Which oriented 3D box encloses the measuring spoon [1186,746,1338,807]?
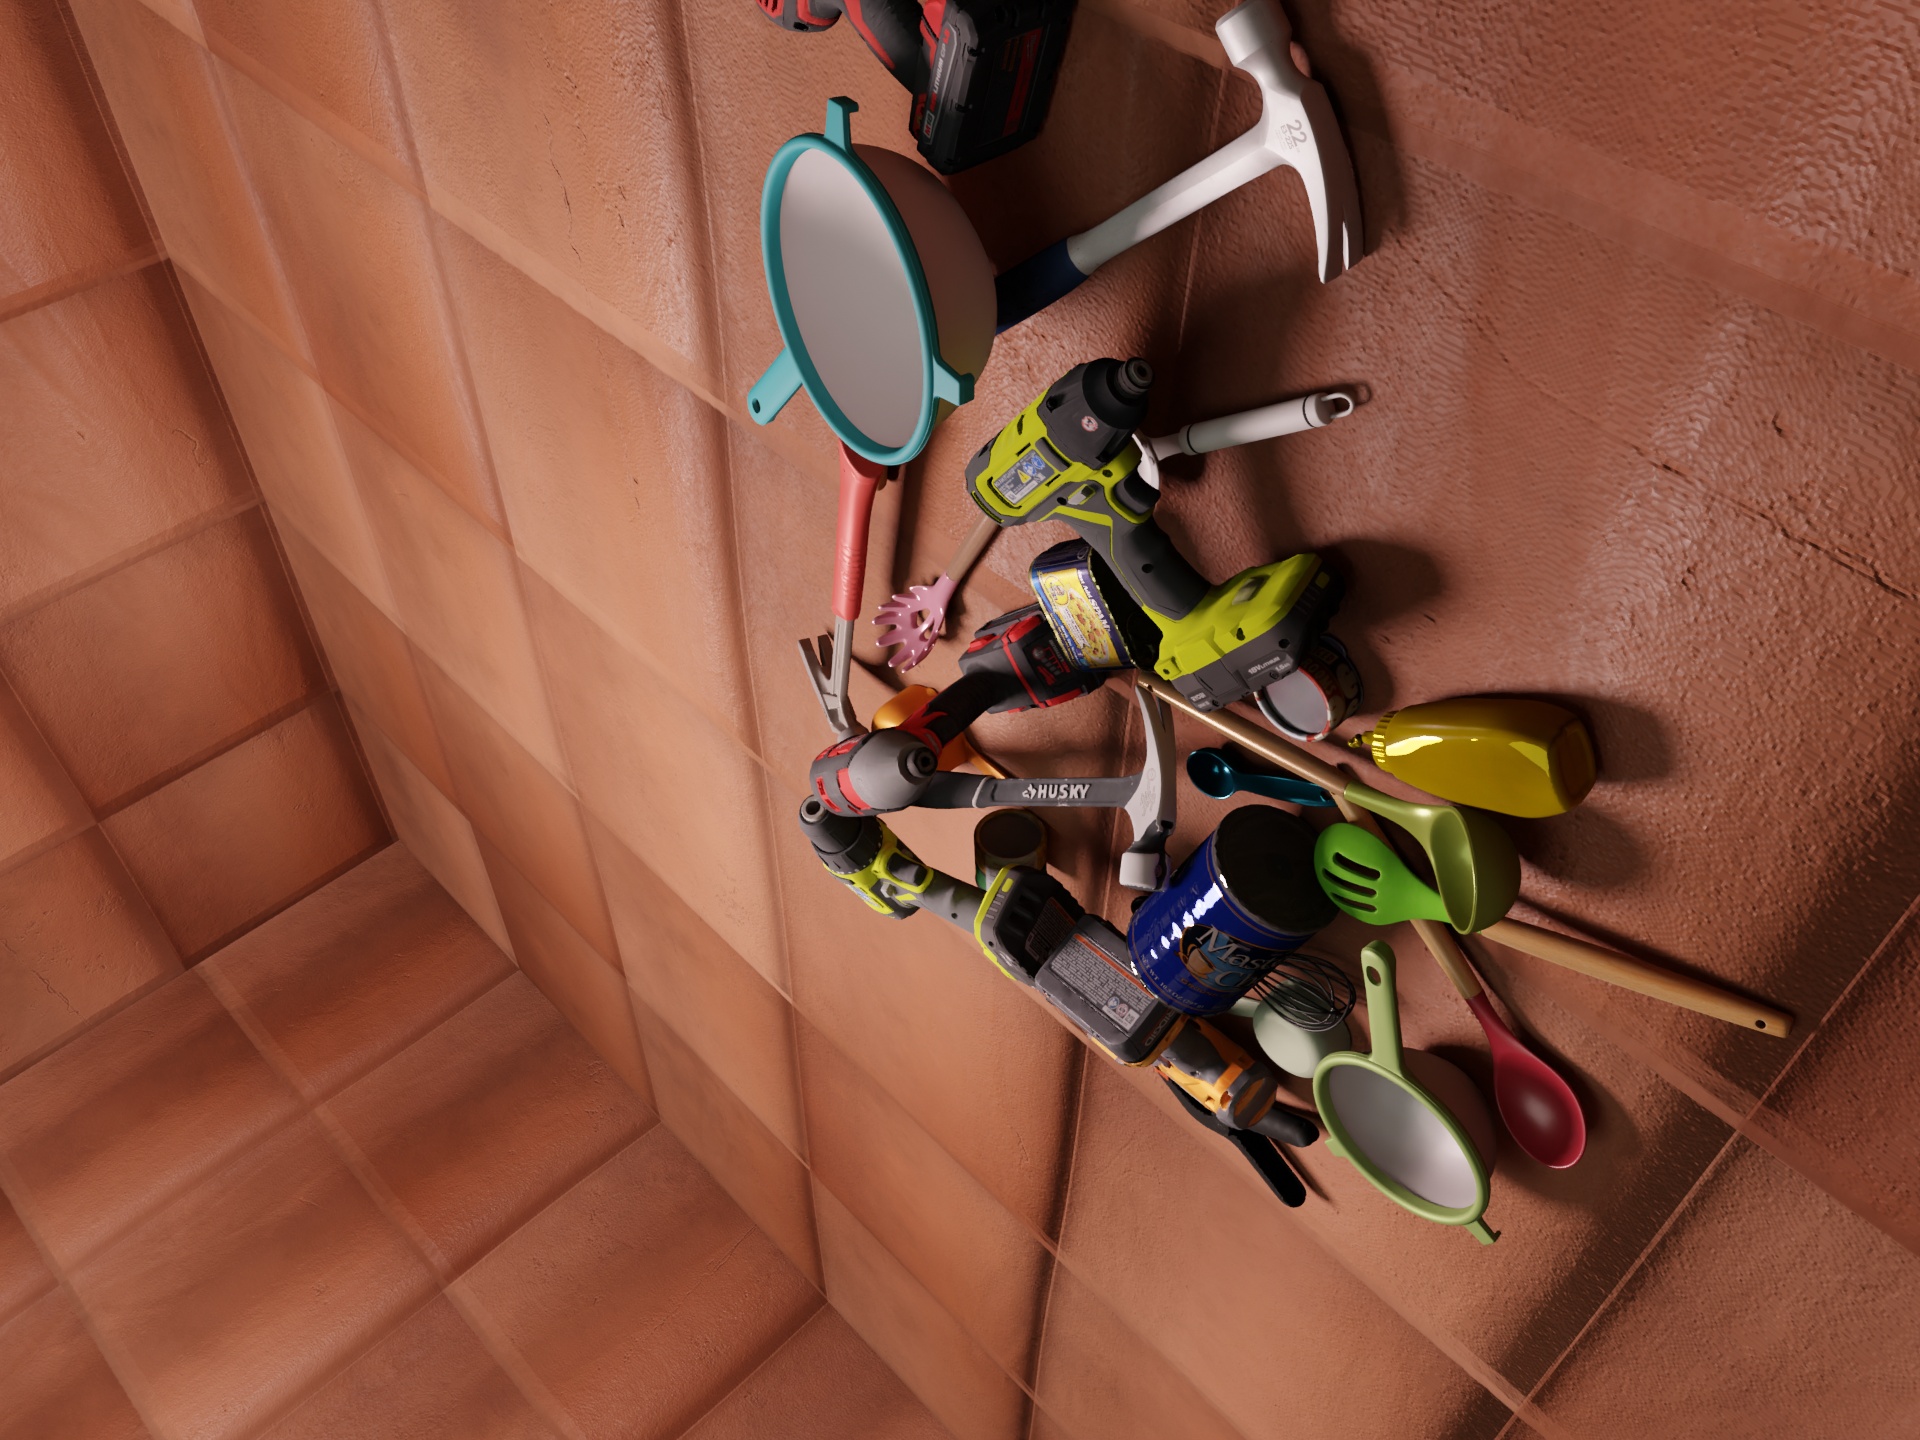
[{"bbox_3d":[0.221,0.041,1.139,0.129,0.021,0.042,11,129,40],"label":"measuring spoon"}]

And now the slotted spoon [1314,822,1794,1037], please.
[{"bbox_3d":[0.355,0.134,0.999,0.314,0.031,0.070,19,123,39],"label":"slotted spoon"}]

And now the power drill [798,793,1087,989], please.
[{"bbox_3d":[-0.022,0.137,1.342,0.229,0.080,0.190,20,163,30],"label":"power drill"}]

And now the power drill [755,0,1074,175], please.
[{"bbox_3d":[-0.039,-0.456,0.937,0.227,0.080,0.187,48,150,18],"label":"power drill"}]

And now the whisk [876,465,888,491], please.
[{"bbox_3d":[-0.066,-0.263,1.213,0.051,0.047,0.244,42,152,21],"label":"whisk"}]

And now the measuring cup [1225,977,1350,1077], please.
[{"bbox_3d":[0.240,0.247,1.296,0.168,0.038,0.083,0,121,54],"label":"measuring cup"}]

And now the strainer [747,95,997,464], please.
[{"bbox_3d":[-0.064,-0.272,1.087,0.211,0.095,0.340,67,157,-3],"label":"strainer"}]

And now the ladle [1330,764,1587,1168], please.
[{"bbox_3d":[0.334,0.165,1.085,0.315,0.031,0.069,57,144,-1],"label":"ladle"}]

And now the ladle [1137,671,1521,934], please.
[{"bbox_3d":[0.230,0.039,1.056,0.320,0.062,0.078,32,140,39],"label":"ladle"}]

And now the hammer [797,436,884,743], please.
[{"bbox_3d":[-0.099,-0.121,1.363,0.358,0.036,0.149,100,151,-53],"label":"hammer"}]

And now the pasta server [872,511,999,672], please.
[{"bbox_3d":[-0.002,-0.127,1.265,0.060,0.040,0.316,59,151,11],"label":"pasta server"}]

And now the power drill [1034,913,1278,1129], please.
[{"bbox_3d":[0.150,0.241,1.320,0.186,0.084,0.226,35,174,44],"label":"power drill"}]

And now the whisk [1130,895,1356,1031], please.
[{"bbox_3d":[0.218,0.185,1.263,0.239,0.055,0.055,24,139,50],"label":"whisk"}]

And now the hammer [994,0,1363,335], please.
[{"bbox_3d":[0.082,-0.283,0.976,0.405,0.035,0.144,-10,112,59],"label":"hammer"}]

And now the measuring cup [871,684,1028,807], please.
[{"bbox_3d":[-0.013,0.039,1.440,0.174,0.052,0.095,38,147,31],"label":"measuring cup"}]

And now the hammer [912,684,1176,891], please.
[{"bbox_3d":[0.032,0.053,1.303,0.409,0.036,0.149,-2,78,54],"label":"hammer"}]

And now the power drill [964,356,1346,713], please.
[{"bbox_3d":[0.124,-0.118,0.988,0.223,0.080,0.171,43,149,-10],"label":"power drill"}]

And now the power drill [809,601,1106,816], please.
[{"bbox_3d":[-0.002,-0.004,1.204,0.078,0.220,0.143,59,151,-9],"label":"power drill"}]

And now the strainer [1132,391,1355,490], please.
[{"bbox_3d":[0.142,-0.175,0.999,0.258,0.050,0.086,-3,119,51],"label":"strainer"}]

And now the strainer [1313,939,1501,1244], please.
[{"bbox_3d":[0.325,0.245,1.138,0.152,0.069,0.256,24,138,47],"label":"strainer"}]
